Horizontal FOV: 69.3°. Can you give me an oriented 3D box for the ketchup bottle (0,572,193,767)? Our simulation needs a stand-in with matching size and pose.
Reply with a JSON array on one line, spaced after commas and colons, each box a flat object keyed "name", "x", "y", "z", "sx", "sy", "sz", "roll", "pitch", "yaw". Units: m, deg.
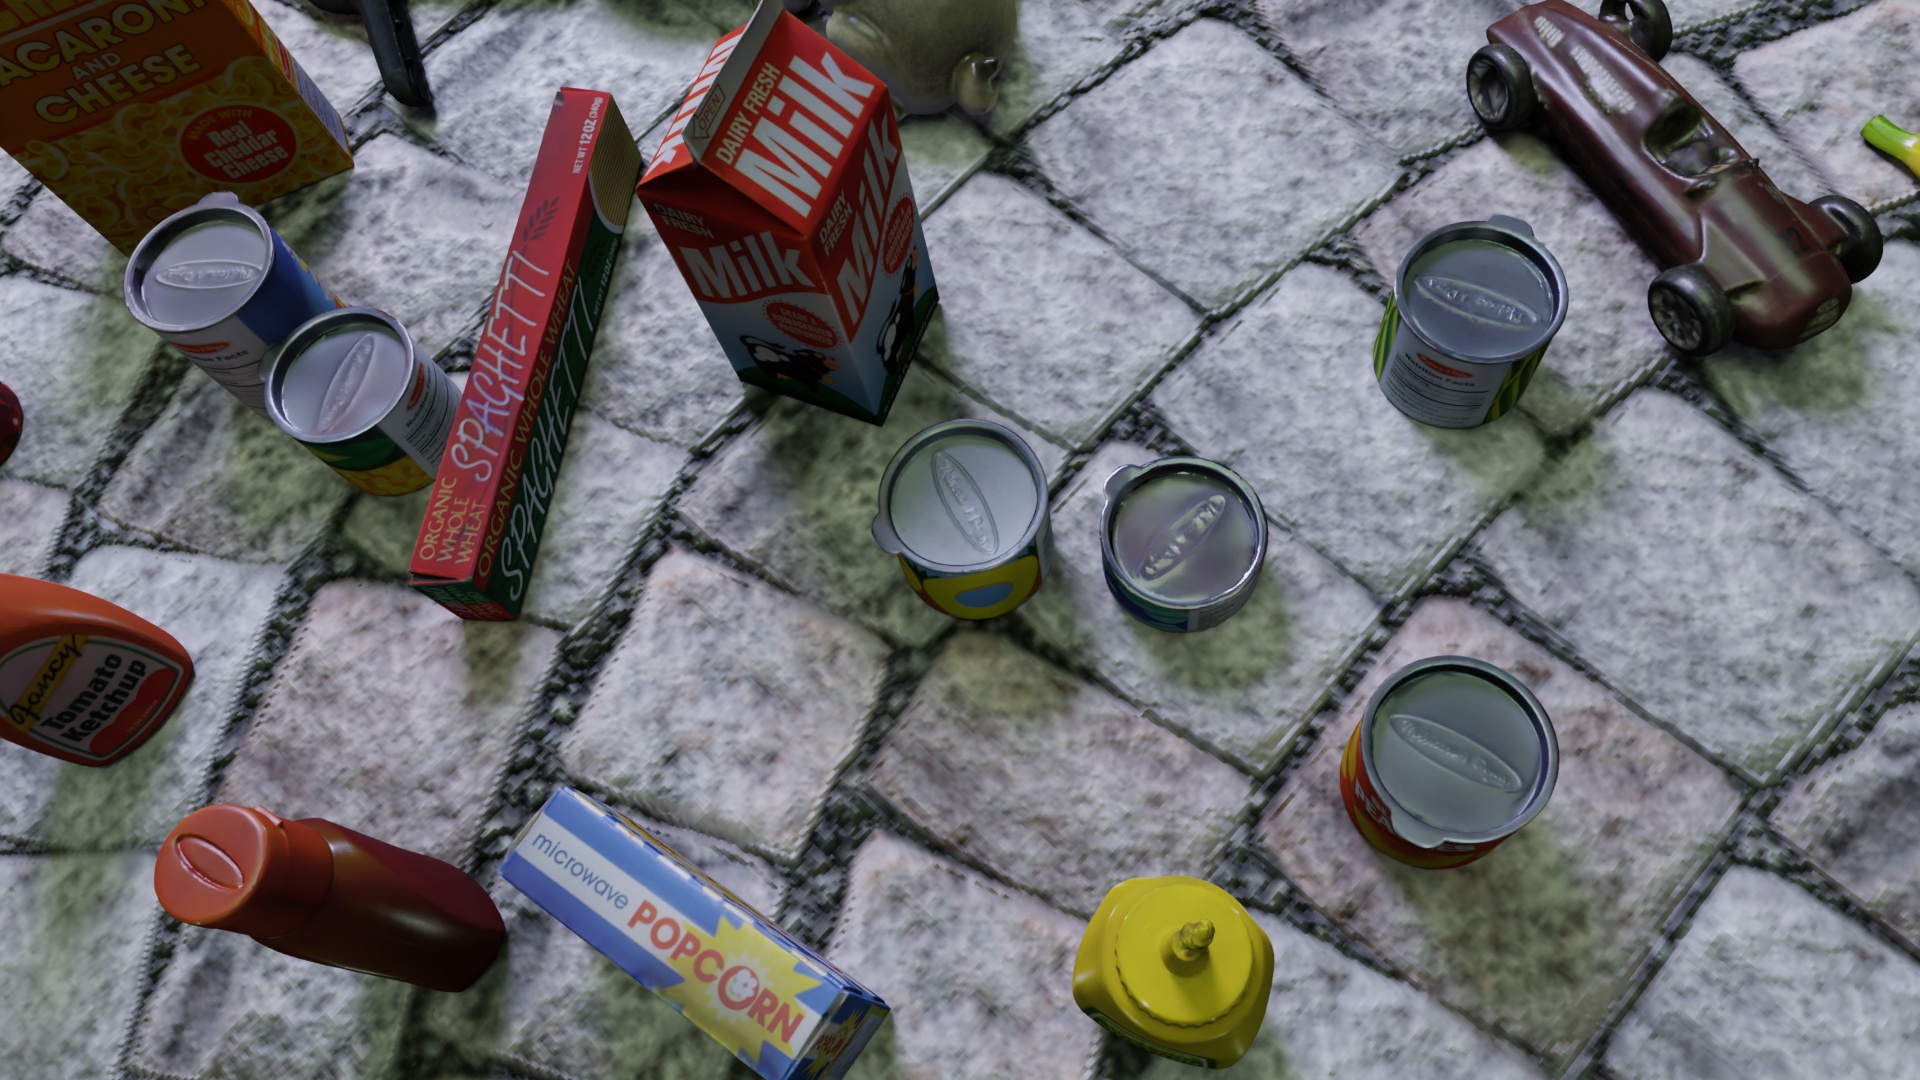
[{"name": "ketchup bottle", "x": -0.367, "y": 0.041, "z": 0.534, "sx": 0.043, "sy": 0.148, "sz": 0.065, "roll": 32, "pitch": 75, "yaw": 18}]

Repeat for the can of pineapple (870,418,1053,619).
[{"name": "can of pineapple", "x": 0.002, "y": -0.007, "z": 0.561, "sx": 0.071, "sy": 0.057, "sz": 0.071, "roll": -2, "pitch": 67, "yaw": 6}]

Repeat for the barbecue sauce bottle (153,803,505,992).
[{"name": "barbecue sauce bottle", "x": -0.215, "y": 0.123, "z": 0.482, "sx": 0.065, "sy": 0.148, "sz": 0.044, "roll": 28, "pitch": 74, "yaw": 17}]

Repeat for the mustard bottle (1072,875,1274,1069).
[{"name": "mustard bottle", "x": 0.067, "y": 0.135, "z": 0.437, "sx": 0.065, "sy": 0.159, "sz": 0.049, "roll": 19, "pitch": 71, "yaw": 14}]

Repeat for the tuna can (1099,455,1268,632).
[{"name": "tuna can", "x": 0.088, "y": 0.001, "z": 0.561, "sx": 0.071, "sy": 0.032, "sz": 0.071, "roll": -2, "pitch": 67, "yaw": 6}]

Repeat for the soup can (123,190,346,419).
[{"name": "soup can", "x": -0.317, "y": -0.103, "z": 0.625, "sx": 0.071, "sy": 0.083, "sz": 0.071, "roll": -2, "pitch": 67, "yaw": 6}]

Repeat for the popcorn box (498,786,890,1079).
[{"name": "popcorn box", "x": -0.092, "y": 0.142, "z": 0.494, "sx": 0.127, "sy": 0.085, "sz": 0.038, "roll": 30, "pitch": 74, "yaw": 17}]

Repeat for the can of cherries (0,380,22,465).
[{"name": "can of cherries", "x": -0.481, "y": -0.060, "z": 0.640, "sx": 0.071, "sy": 0.058, "sz": 0.072, "roll": -2, "pitch": 67, "yaw": 6}]

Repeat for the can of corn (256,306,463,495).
[{"name": "can of corn", "x": -0.263, "y": -0.061, "z": 0.615, "sx": 0.071, "sy": 0.058, "sz": 0.071, "roll": -2, "pitch": 67, "yaw": 6}]

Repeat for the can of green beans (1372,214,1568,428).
[{"name": "can of green beans", "x": 0.208, "y": -0.087, "z": 0.571, "sx": 0.071, "sy": 0.057, "sz": 0.071, "roll": -2, "pitch": 67, "yaw": 6}]

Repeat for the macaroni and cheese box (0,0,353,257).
[{"name": "macaroni and cheese box", "x": -0.379, "y": -0.212, "z": 0.634, "sx": 0.124, "sy": 0.166, "sz": 0.040, "roll": -24, "pitch": 67, "yaw": -3}]

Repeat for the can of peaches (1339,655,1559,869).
[{"name": "can of peaches", "x": 0.173, "y": 0.083, "z": 0.502, "sx": 0.071, "sy": 0.058, "sz": 0.071, "roll": -2, "pitch": 67, "yaw": 6}]

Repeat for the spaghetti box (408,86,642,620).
[{"name": "spaghetti box", "x": -0.189, "y": -0.087, "z": 0.622, "sx": 0.029, "sy": 0.050, "sz": 0.251, "roll": 5, "pitch": 68, "yaw": 9}]

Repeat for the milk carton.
[{"name": "milk carton", "x": -0.066, "y": -0.125, "z": 0.547, "sx": 0.073, "sy": 0.190, "sz": 0.072, "roll": 18, "pitch": 71, "yaw": 14}]
